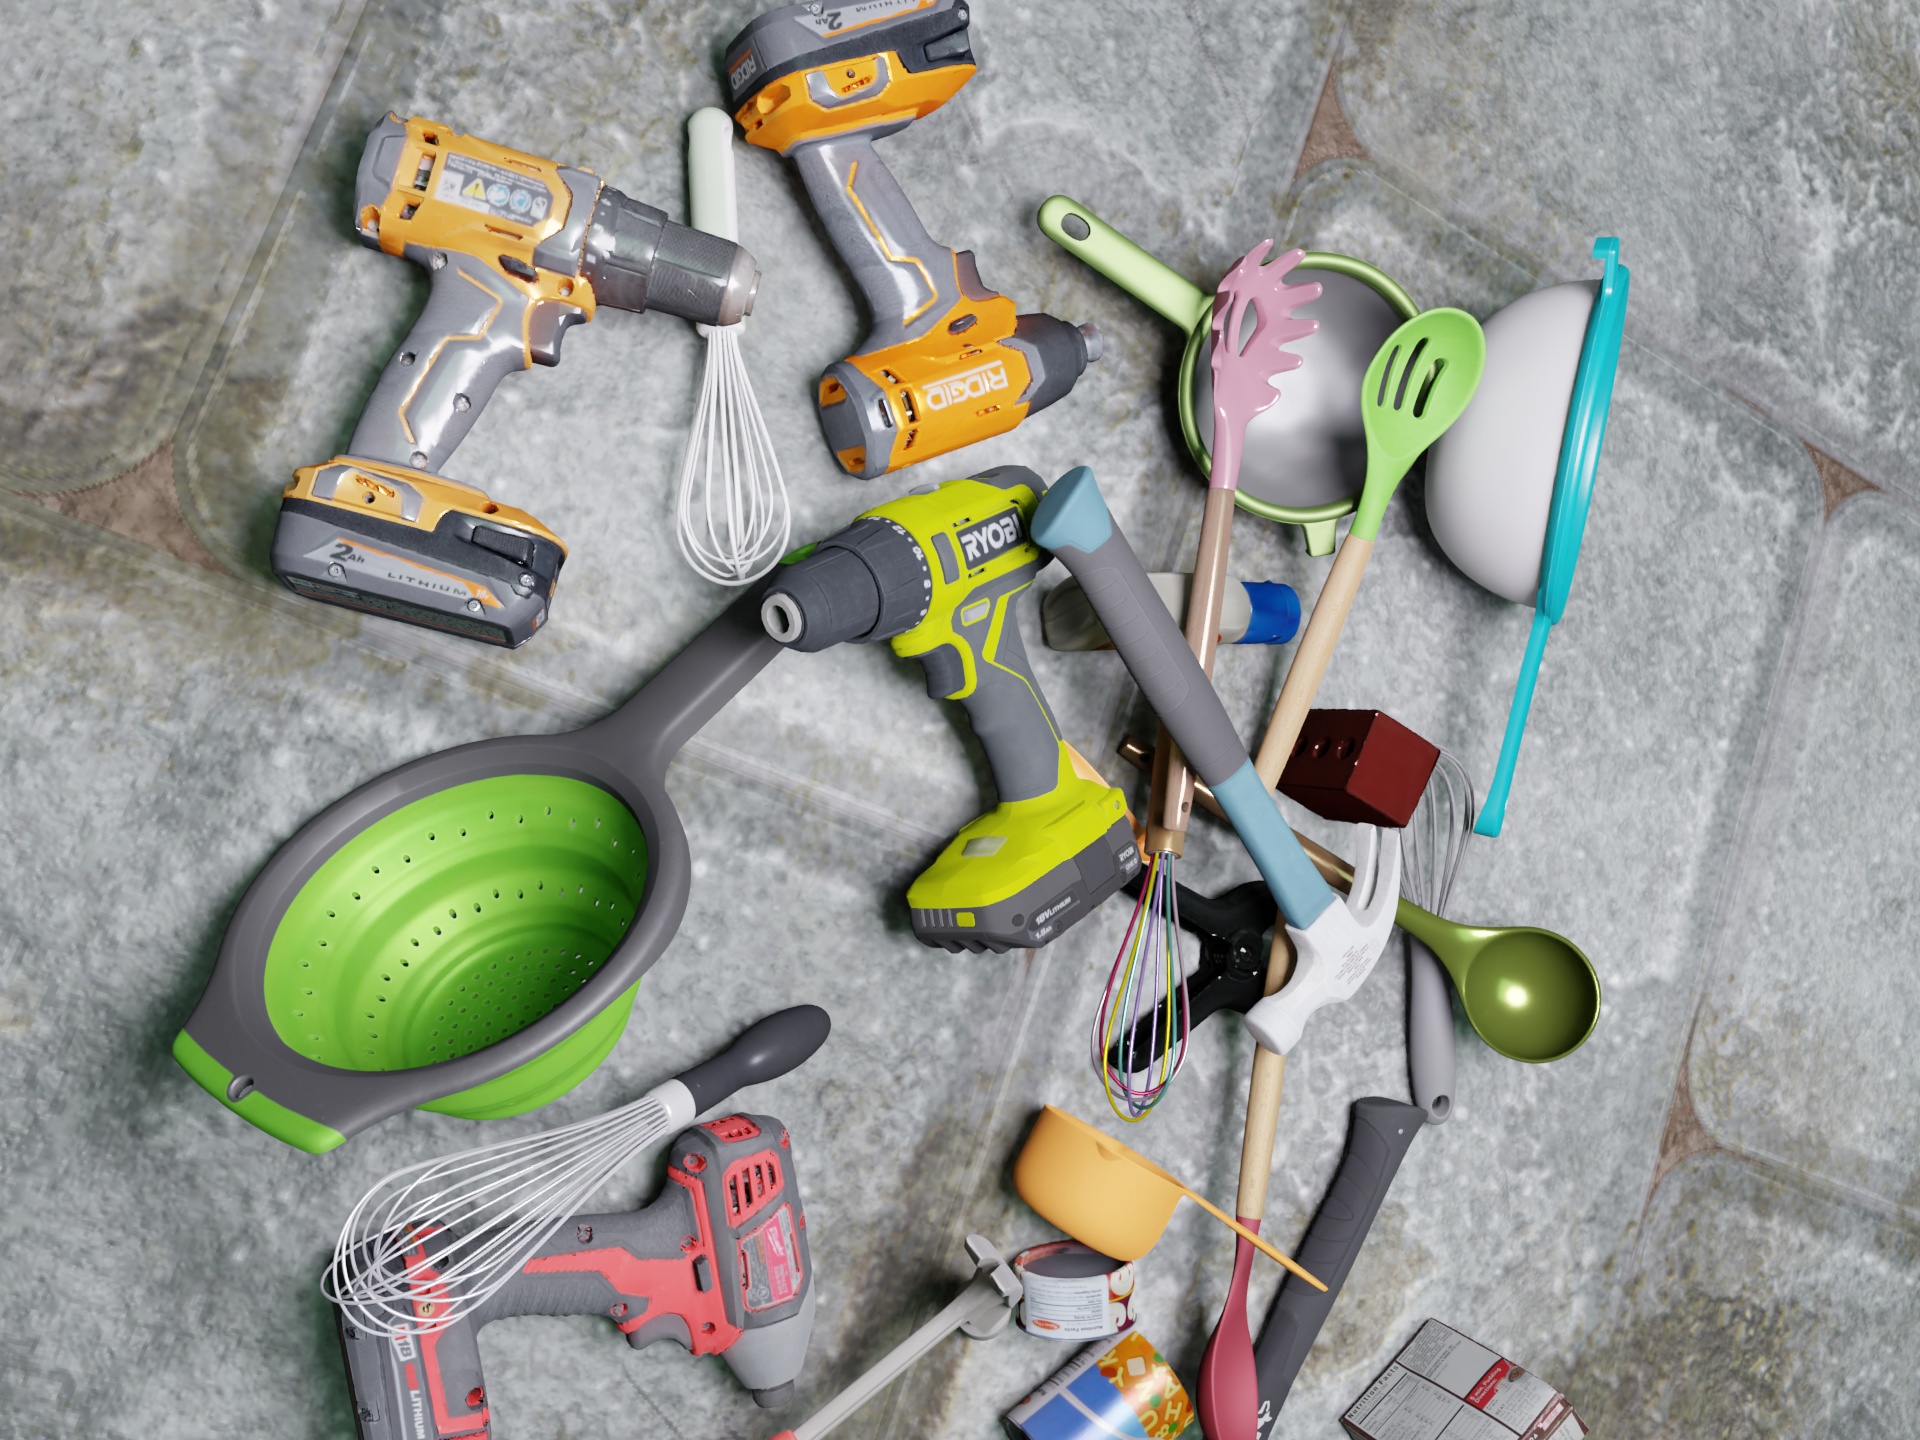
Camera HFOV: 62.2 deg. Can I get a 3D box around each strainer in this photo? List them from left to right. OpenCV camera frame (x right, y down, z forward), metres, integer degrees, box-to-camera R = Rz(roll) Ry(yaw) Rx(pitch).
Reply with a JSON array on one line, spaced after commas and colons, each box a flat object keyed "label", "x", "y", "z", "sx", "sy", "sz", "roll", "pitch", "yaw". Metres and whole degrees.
[{"label": "strainer", "x": 0.149, "y": -0.219, "z": 0.914, "sx": 0.256, "sy": 0.069, "sz": 0.151, "roll": 32, "pitch": 97, "yaw": -10}, {"label": "strainer", "x": 0.317, "y": -0.105, "z": 0.951, "sx": 0.095, "sy": 0.211, "sz": 0.340, "roll": 13, "pitch": 90, "yaw": 22}]

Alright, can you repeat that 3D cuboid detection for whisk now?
[{"label": "whisk", "x": -0.158, "y": 0.192, "z": 0.729, "sx": 0.284, "sy": 0.070, "sz": 0.070, "roll": -22, "pitch": 99, "yaw": -48}, {"label": "whisk", "x": -0.120, "y": -0.190, "z": 0.804, "sx": 0.059, "sy": 0.058, "sz": 0.246, "roll": -4, "pitch": 86, "yaw": 7}, {"label": "whisk", "x": 0.106, "y": 0.093, "z": 0.862, "sx": 0.047, "sy": 0.051, "sz": 0.245, "roll": 14, "pitch": 71, "yaw": -15}, {"label": "whisk", "x": 0.291, "y": 0.132, "z": 0.980, "sx": 0.055, "sy": 0.055, "sz": 0.239, "roll": -5, "pitch": 96, "yaw": -24}]

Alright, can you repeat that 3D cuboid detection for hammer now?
[{"label": "hammer", "x": -0.118, "y": 0.378, "z": 0.762, "sx": 0.359, "sy": 0.149, "sz": 0.037, "roll": -35, "pitch": 67, "yaw": -14}, {"label": "hammer", "x": 0.131, "y": 0.016, "z": 0.828, "sx": 0.128, "sy": 0.033, "sz": 0.330, "roll": -41, "pitch": 112, "yaw": -17}, {"label": "hammer", "x": 0.193, "y": 0.374, "z": 0.937, "sx": 0.146, "sy": 0.035, "sz": 0.335, "roll": 35, "pitch": 76, "yaw": -19}]

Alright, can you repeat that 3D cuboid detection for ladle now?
[{"label": "ladle", "x": 0.165, "y": 0.251, "z": 0.889, "sx": 0.069, "sy": 0.031, "sz": 0.315, "roll": 21, "pitch": 76, "yaw": -59}, {"label": "ladle", "x": 0.229, "y": 0.097, "z": 0.918, "sx": 0.320, "sy": 0.062, "sz": 0.078, "roll": 31, "pitch": 99, "yaw": -7}]

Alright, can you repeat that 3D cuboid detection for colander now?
[{"label": "colander", "x": -0.165, "y": 0.057, "z": 0.752, "sx": 0.397, "sy": 0.205, "sz": 0.094, "roll": -48, "pitch": 142, "yaw": -33}]

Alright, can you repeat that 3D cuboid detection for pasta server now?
[{"label": "pasta server", "x": 0.141, "y": -0.097, "z": 0.852, "sx": 0.060, "sy": 0.040, "sz": 0.316, "roll": 10, "pitch": 87, "yaw": -28}]

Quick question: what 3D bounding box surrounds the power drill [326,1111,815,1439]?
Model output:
[{"label": "power drill", "x": -0.174, "y": 0.284, "z": 0.757, "sx": 0.219, "sy": 0.078, "sz": 0.143, "roll": -11, "pitch": 94, "yaw": -26}]

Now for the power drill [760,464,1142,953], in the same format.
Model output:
[{"label": "power drill", "x": -0.001, "y": -0.003, "z": 0.802, "sx": 0.190, "sy": 0.080, "sz": 0.228, "roll": -30, "pitch": 106, "yaw": -46}]

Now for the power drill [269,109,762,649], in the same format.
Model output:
[{"label": "power drill", "x": -0.203, "y": -0.151, "z": 0.736, "sx": 0.185, "sy": 0.084, "sz": 0.226, "roll": 14, "pitch": 80, "yaw": -11}]

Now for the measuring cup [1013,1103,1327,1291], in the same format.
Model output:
[{"label": "measuring cup", "x": 0.107, "y": 0.271, "z": 0.845, "sx": 0.174, "sy": 0.095, "sz": 0.052, "roll": 31, "pitch": 84, "yaw": 14}]

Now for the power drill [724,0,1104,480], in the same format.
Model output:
[{"label": "power drill", "x": -0.018, "y": -0.257, "z": 0.832, "sx": 0.164, "sy": 0.084, "sz": 0.226, "roll": -22, "pitch": 102, "yaw": -23}]

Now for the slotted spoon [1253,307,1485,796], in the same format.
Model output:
[{"label": "slotted spoon", "x": 0.216, "y": -0.080, "z": 0.902, "sx": 0.070, "sy": 0.031, "sz": 0.313, "roll": 12, "pitch": 106, "yaw": -23}]

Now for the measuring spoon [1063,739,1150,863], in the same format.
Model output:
[{"label": "measuring spoon", "x": 0.073, "y": 0.039, "z": 0.904, "sx": 0.117, "sy": 0.011, "sz": 0.021, "roll": 44, "pitch": 87, "yaw": -14}]
